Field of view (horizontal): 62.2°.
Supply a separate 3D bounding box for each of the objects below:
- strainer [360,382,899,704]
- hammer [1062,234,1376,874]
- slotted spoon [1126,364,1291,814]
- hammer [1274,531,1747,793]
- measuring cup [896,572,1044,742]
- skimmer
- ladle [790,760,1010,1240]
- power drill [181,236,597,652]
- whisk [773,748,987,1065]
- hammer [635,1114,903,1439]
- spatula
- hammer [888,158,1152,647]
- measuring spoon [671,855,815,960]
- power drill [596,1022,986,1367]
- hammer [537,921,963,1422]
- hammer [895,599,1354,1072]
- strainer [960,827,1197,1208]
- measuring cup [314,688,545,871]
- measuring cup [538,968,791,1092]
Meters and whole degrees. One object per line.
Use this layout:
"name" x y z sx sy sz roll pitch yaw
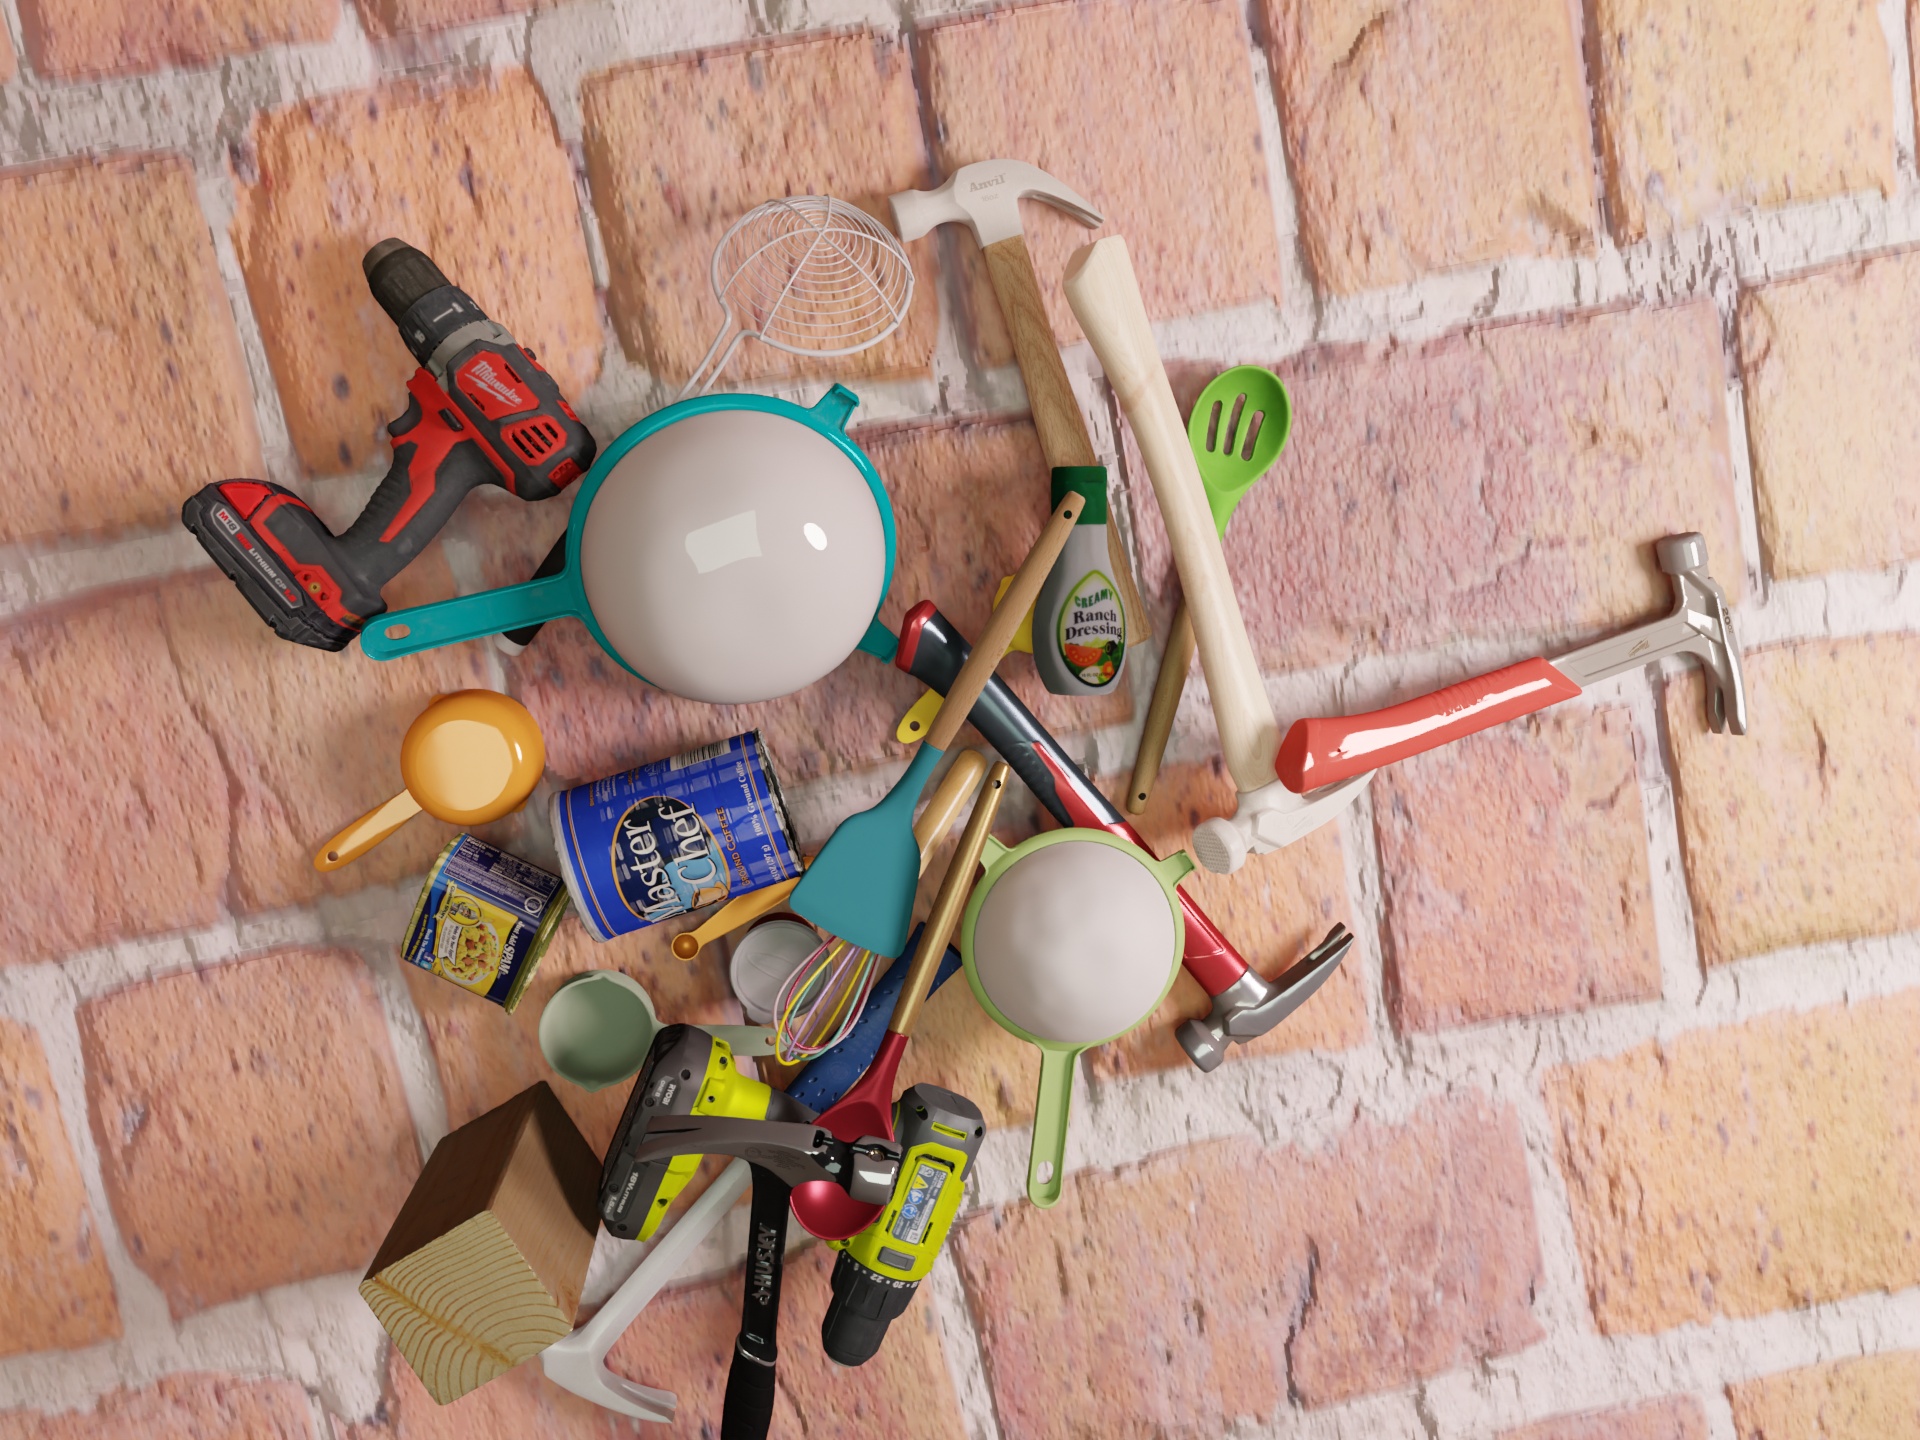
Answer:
"strainer" -0.196 -0.073 0.975 0.340 0.095 0.210 -14 121 -9
"hammer" 0.161 -0.114 1.039 0.146 0.038 0.410 -25 102 -28
"slotted spoon" 0.158 -0.086 1.087 0.070 0.031 0.313 13 97 -10
"hammer" 0.377 -0.011 1.079 0.359 0.037 0.149 -18 98 -17
"measuring cup" 0.016 -0.039 1.075 0.156 0.029 0.062 -44 99 0
"skimmer" -0.176 -0.184 1.033 0.127 0.090 0.363 43 103 13
"ladle" -0.031 0.173 1.006 0.069 0.031 0.315 23 84 -11
"power drill" -0.366 -0.172 0.992 0.226 0.080 0.188 -40 89 -3
"whisk" -0.050 0.119 1.044 0.047 0.051 0.245 43 68 -27
"hammer" -0.134 0.388 1.011 0.149 0.036 0.408 12 127 2
"spatula" -0.002 -0.003 1.012 0.082 0.044 0.317 28 97 -10
"hammer" 0.066 -0.207 1.059 0.130 0.031 0.331 -19 99 -3
"measuring spoon" -0.147 0.127 1.091 0.117 0.011 0.021 -33 98 -5
"power drill" -0.116 0.311 1.046 0.228 0.080 0.190 22 93 -12
"hammer" -0.140 0.308 1.100 0.144 0.035 0.405 41 91 -9
"hammer" 0.103 0.061 1.078 0.143 0.038 0.386 -40 103 4
"strainer" 0.072 0.200 1.031 0.151 0.069 0.256 6 94 -8
"measuring cup" -0.353 0.050 1.034 0.173 0.052 0.095 -36 100 -3
"measuring cup" -0.199 0.209 1.081 0.167 0.038 0.083 5 97 -9
